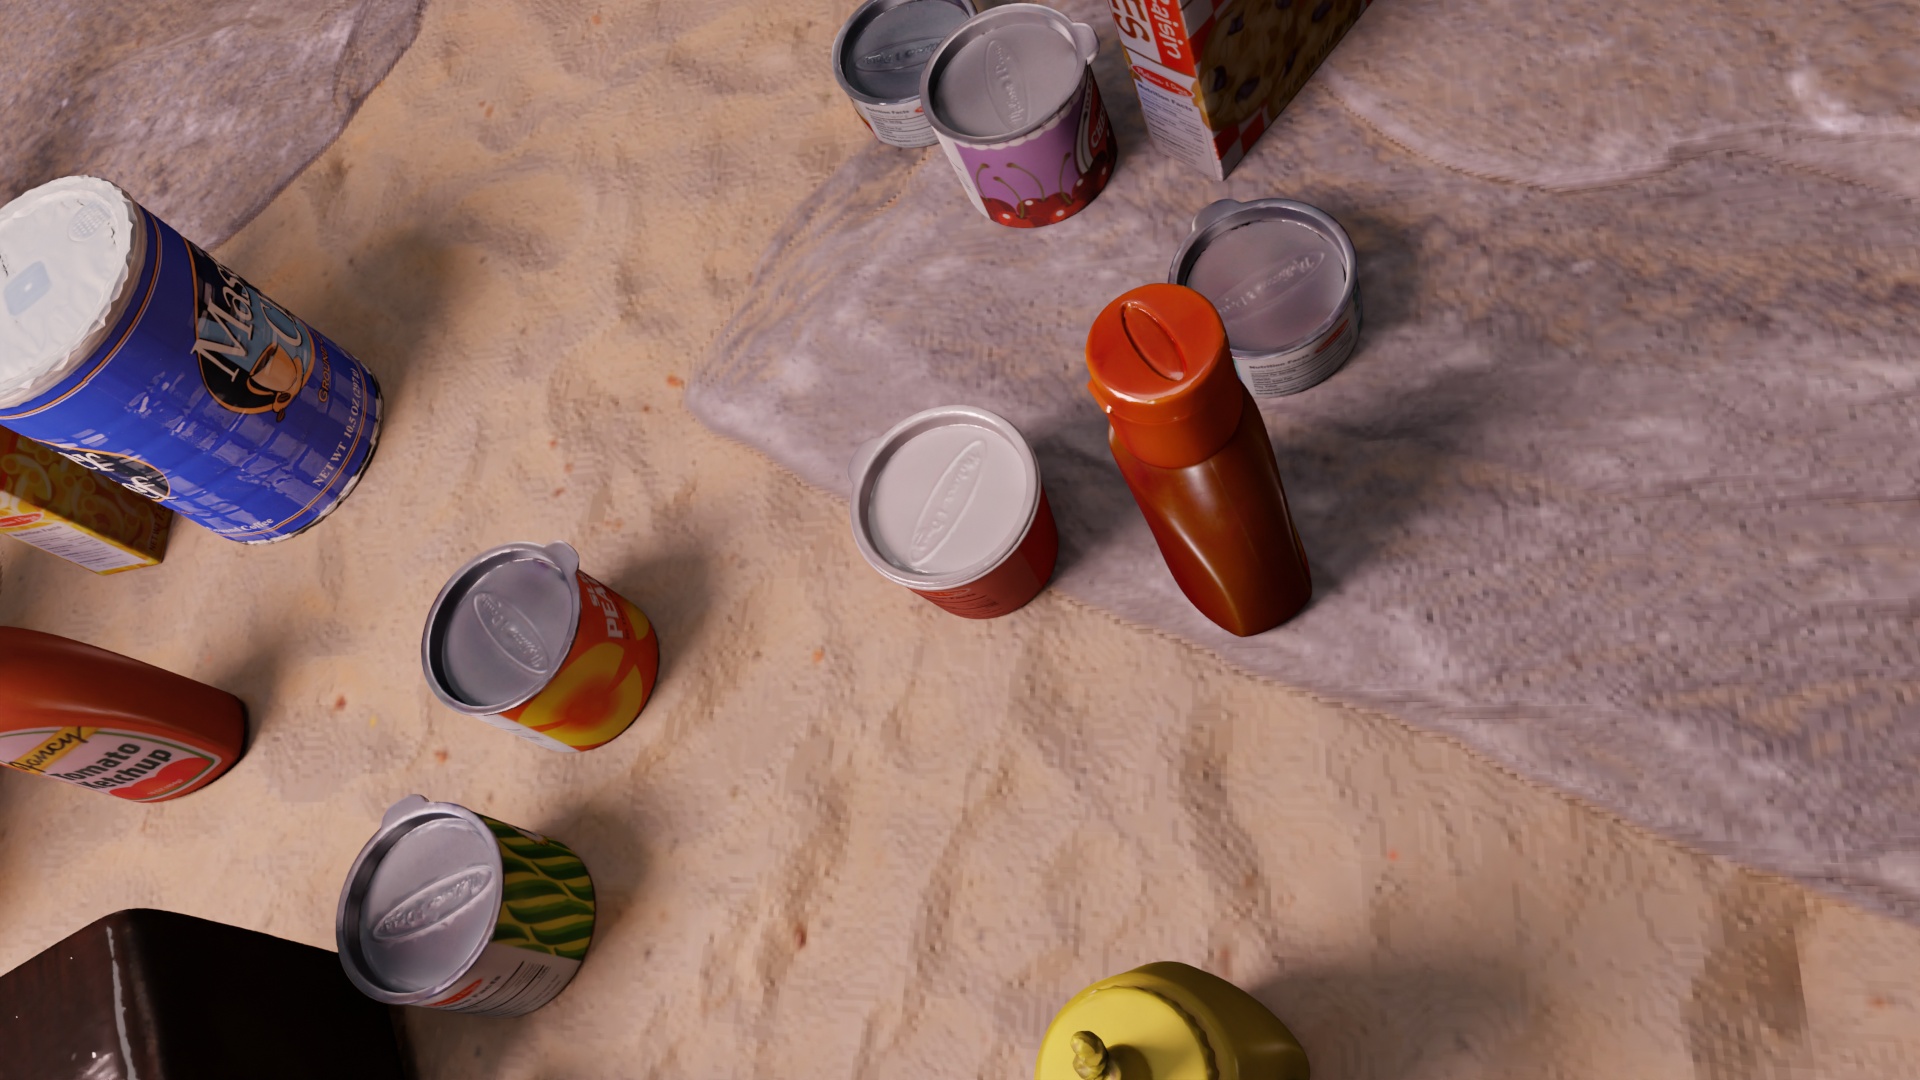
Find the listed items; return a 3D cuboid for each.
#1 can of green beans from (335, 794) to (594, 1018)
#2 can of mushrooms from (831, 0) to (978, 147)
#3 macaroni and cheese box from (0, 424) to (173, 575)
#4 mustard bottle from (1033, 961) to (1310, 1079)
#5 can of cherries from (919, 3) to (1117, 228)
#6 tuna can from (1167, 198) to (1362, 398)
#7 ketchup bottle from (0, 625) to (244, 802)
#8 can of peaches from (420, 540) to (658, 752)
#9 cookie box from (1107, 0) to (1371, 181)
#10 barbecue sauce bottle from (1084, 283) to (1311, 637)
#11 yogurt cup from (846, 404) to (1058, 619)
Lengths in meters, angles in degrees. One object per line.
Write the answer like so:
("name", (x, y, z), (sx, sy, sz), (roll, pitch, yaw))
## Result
("can of green beans", (-0.171, 0.131, 0.487), (0.071, 0.057, 0.071), (-8, 65, 17))
("can of mushrooms", (-0.019, -0.207, 0.599), (0.071, 0.033, 0.071), (-8, 65, 17))
("macaroni and cheese box", (-0.418, -0.072, 0.605), (0.040, 0.166, 0.124), (-11, 64, 15))
("mustard bottle", (0.050, 0.138, 0.345), (0.049, 0.160, 0.065), (34, 82, 29))
("can of cherries", (0.027, -0.167, 0.550), (0.071, 0.058, 0.072), (-8, 65, 17))
("tuna can", (0.109, -0.088, 0.500), (0.071, 0.032, 0.071), (-8, 65, 17))
("ketchup bottle", (-0.353, 0.061, 0.531), (0.064, 0.148, 0.044), (-23, 62, 9))
("can of peaches", (-0.154, 0.040, 0.522), (0.071, 0.058, 0.071), (-8, 65, 17))
("cookie box", (0.101, -0.228, 0.489), (0.040, 0.167, 0.123), (36, 83, 29))
("barbecue sauce bottle", (0.072, -0.022, 0.417), (0.043, 0.148, 0.065), (-32, 60, 4))
("yogurt cup", (0.002, -0.006, 0.489), (0.072, 0.053, 0.072), (-8, 65, 17))
